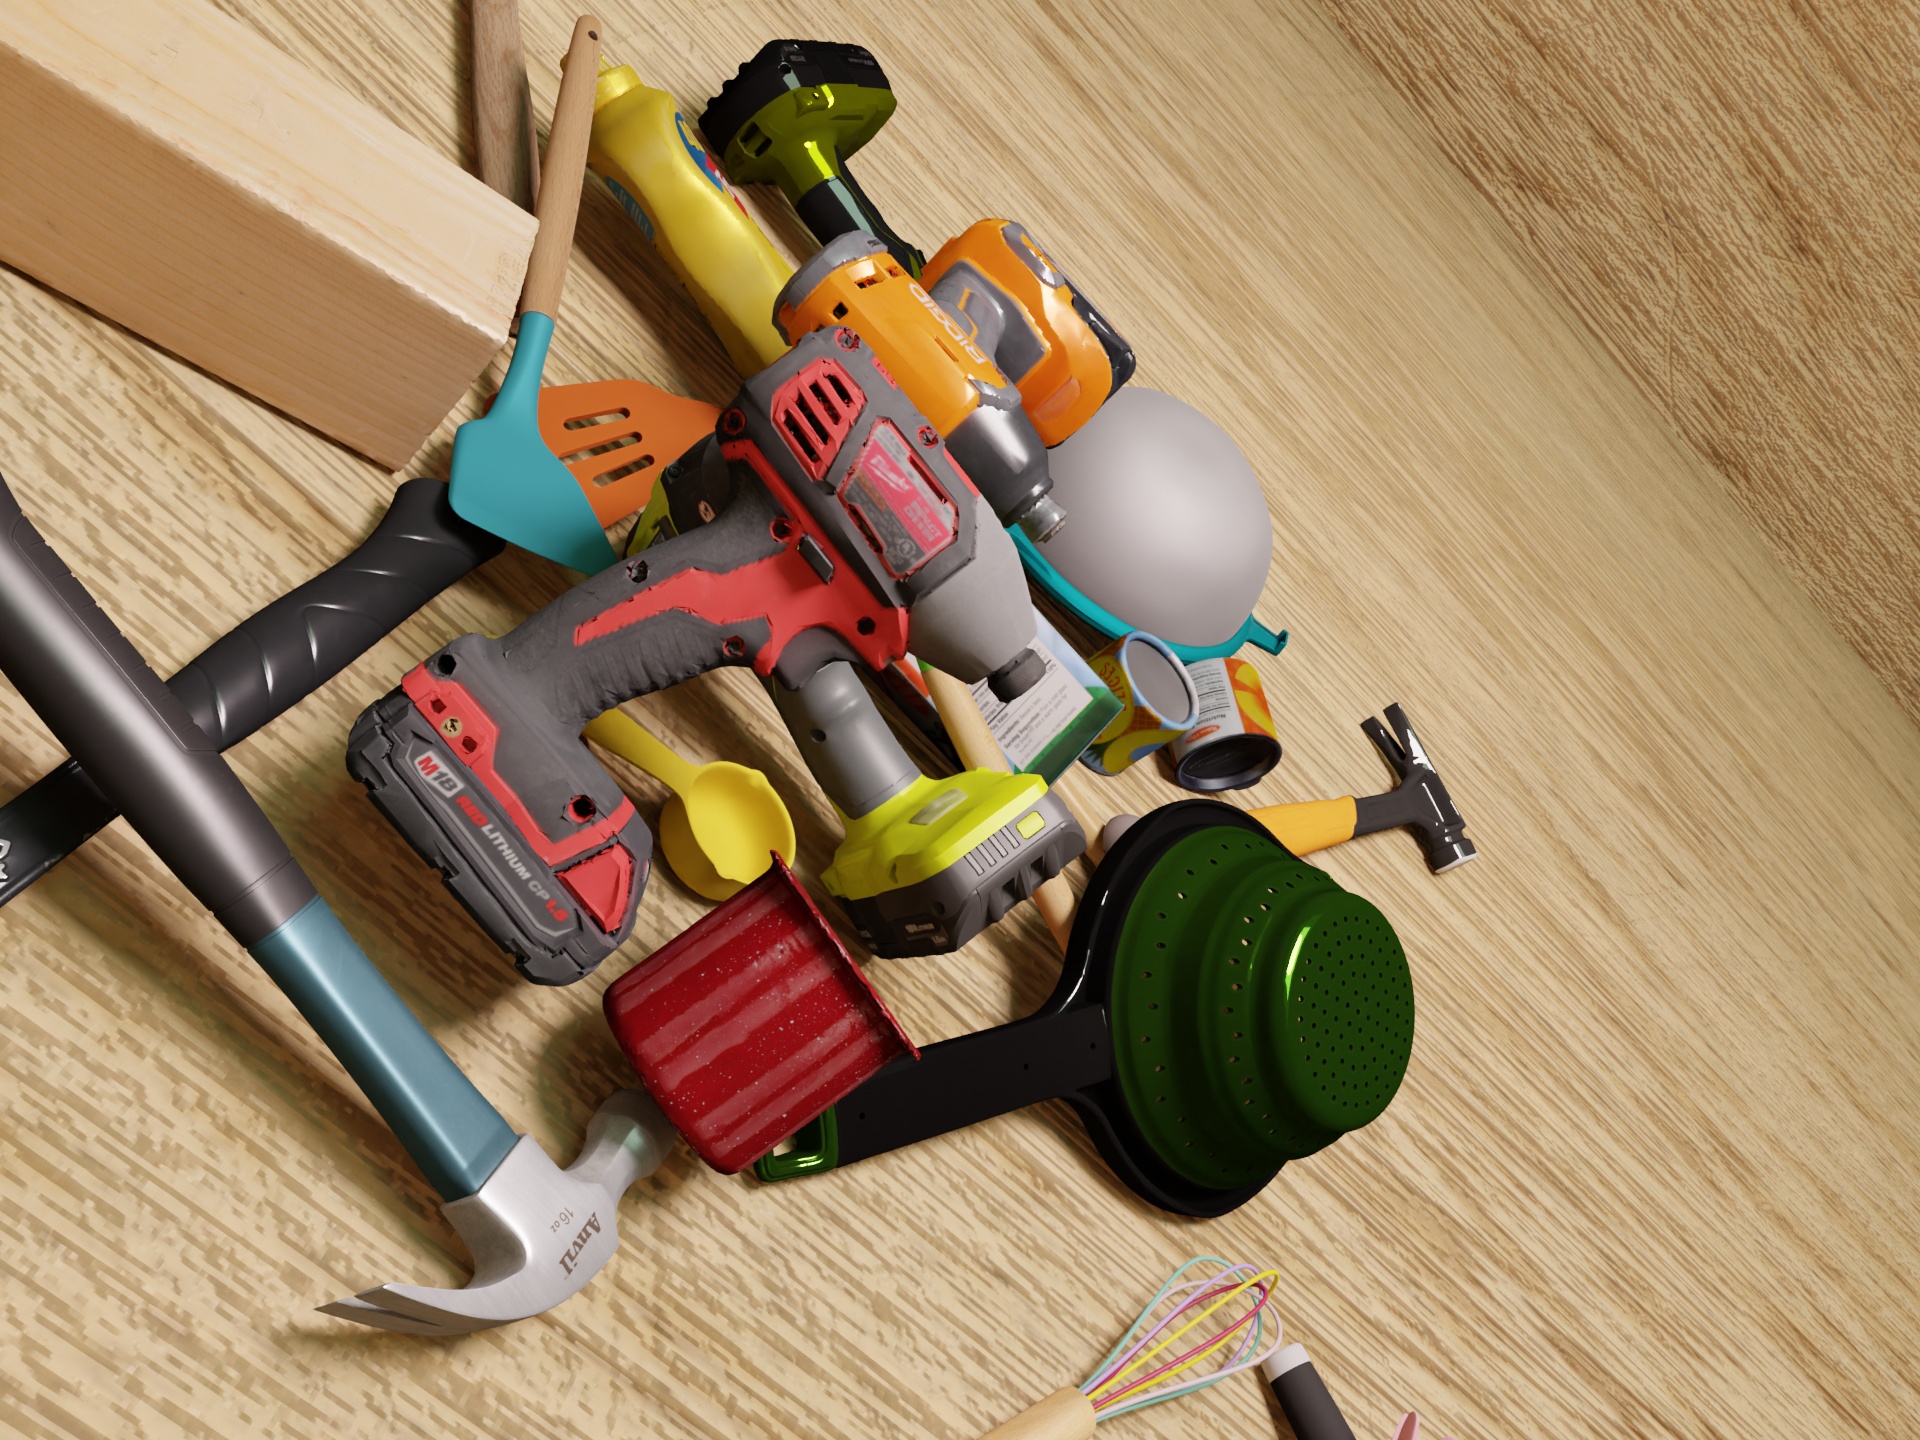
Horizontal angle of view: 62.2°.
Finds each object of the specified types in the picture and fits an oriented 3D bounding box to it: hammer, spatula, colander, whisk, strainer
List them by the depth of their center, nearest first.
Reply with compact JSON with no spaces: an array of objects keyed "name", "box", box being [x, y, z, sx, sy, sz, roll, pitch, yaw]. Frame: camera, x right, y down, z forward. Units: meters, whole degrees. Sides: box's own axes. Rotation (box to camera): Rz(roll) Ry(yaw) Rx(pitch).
[{"name":"hammer","box":[-0.212,0.049,0.477,0.331,0.033,0.128,57,29,-14]},{"name":"hammer","box":[-0.262,0.023,0.492,0.149,0.036,0.409,47,35,-12]},{"name":"whisk","box":[0.061,0.273,0.654,0.245,0.047,0.051,-6,67,-48]},{"name":"colander","box":[0.090,0.143,0.707,0.397,0.094,0.204,-5,88,-42]},{"name":"spatula","box":[-0.180,-0.205,0.719,0.082,0.044,0.318,23,58,-40]},{"name":"spatula","box":[-0.089,-0.148,0.814,0.322,0.041,0.081,-18,76,-51]},{"name":"hammer","box":[-0.239,-0.330,0.817,0.130,0.031,0.332,17,50,-42]},{"name":"strainer","box":[0.074,-0.143,0.949,0.340,0.095,0.211,1,51,-43]},{"name":"hammer","box":[0.240,0.059,1.046,0.336,0.034,0.127,-6,67,-51]}]

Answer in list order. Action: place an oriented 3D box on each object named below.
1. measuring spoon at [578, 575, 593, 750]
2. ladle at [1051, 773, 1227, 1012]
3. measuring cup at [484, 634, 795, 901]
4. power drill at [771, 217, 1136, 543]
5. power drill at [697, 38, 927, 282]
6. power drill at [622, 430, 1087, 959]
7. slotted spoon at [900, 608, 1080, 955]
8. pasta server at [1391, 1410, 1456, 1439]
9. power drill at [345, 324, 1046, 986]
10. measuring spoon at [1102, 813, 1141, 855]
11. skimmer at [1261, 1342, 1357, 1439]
[{"name":"measuring spoon","box":[-0.160,-0.024,0.674,0.021,0.011,0.117,43,32,-35]},{"name":"ladle","box":[0.051,0.032,0.856,0.315,0.031,0.069,53,43,-5]},{"name":"measuring cup","box":[-0.135,0.020,0.647,0.156,0.029,0.062,38,37,-20]},{"name":"power drill","box":[0.014,-0.172,0.798,0.164,0.084,0.226,48,28,-2]},{"name":"power drill","box":[-0.042,-0.298,0.983,0.228,0.080,0.190,58,36,0]},{"name":"power drill","box":[-0.051,-0.015,0.661,0.080,0.171,0.223,-35,94,-23]},{"name":"slotted spoon","box":[-0.001,-0.002,0.727,0.313,0.031,0.070,63,23,-14]},{"name":"pasta server","box":[0.276,0.428,0.733,0.040,0.060,0.316,-45,114,-17]},{"name":"power drill","box":[-0.082,-0.016,0.548,0.143,0.219,0.078,51,-1,-9]},{"name":"measuring spoon","box":[0.082,0.100,0.821,0.034,0.018,0.124,35,52,-21]},{"name":"skimmer","box":[0.199,0.455,0.668,0.127,0.090,0.364,31,28,-56]}]
